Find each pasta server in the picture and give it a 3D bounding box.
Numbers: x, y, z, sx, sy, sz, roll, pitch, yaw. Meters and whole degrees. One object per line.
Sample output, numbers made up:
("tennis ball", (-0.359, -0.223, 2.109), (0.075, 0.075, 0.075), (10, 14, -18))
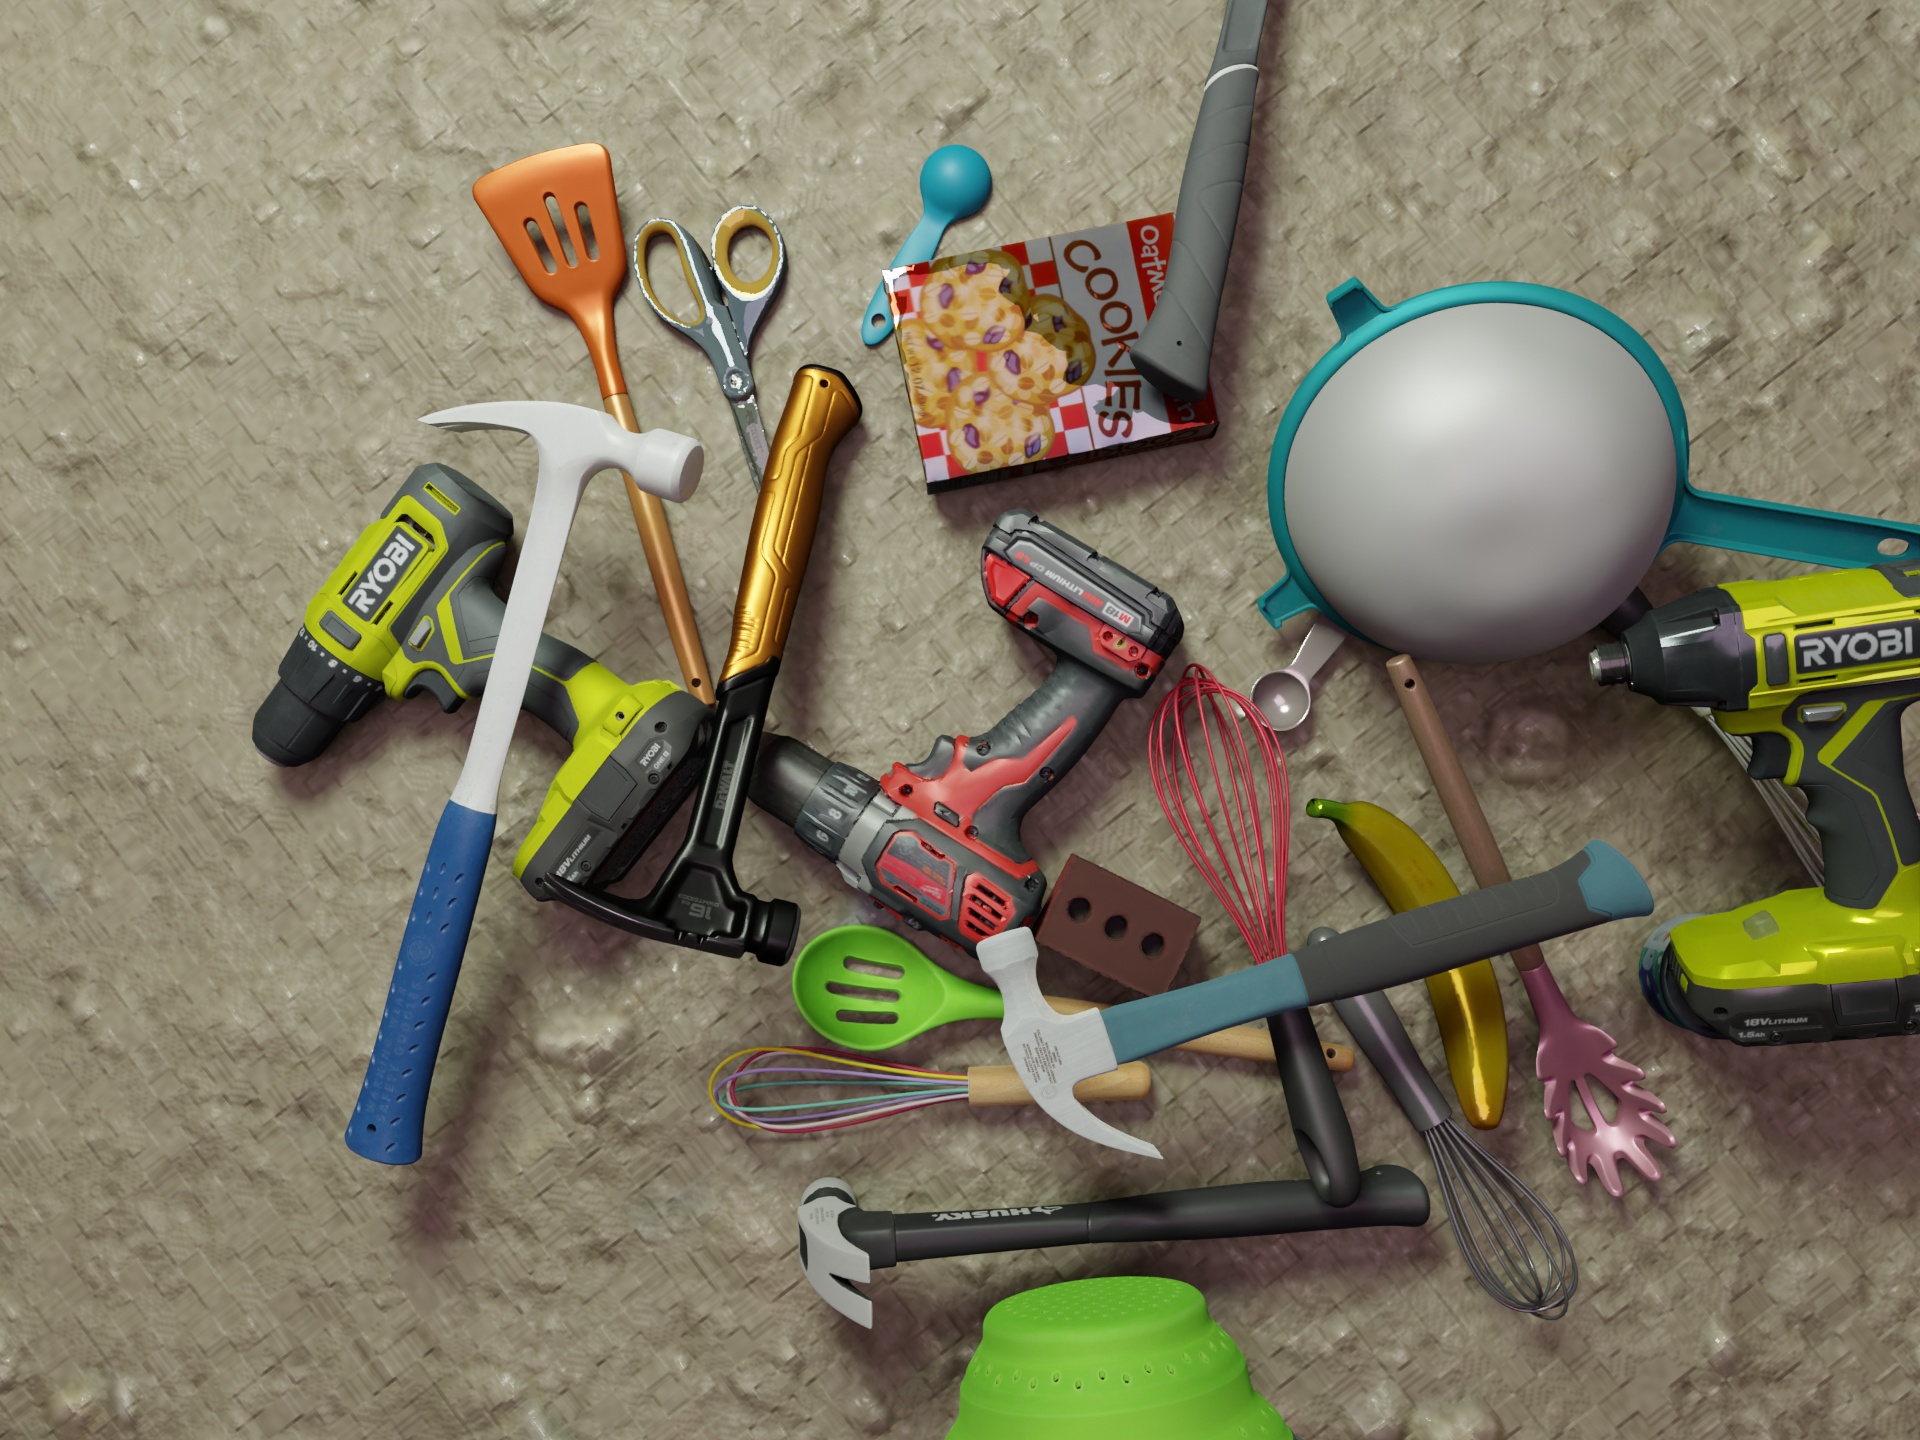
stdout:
("pasta server", (0.294, 0.108, 0.840), (0.060, 0.040, 0.316), (-25, 101, 6))

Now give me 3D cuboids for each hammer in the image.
("hammer", (0.183, 0.125, 0.801), (0.331, 0.033, 0.128), (-17, 83, 0))
("hammer", (0.158, -0.369, 0.877), (0.149, 0.036, 0.409), (12, 80, 1))
("hammer", (-0.115, -0.046, 0.842), (0.127, 0.034, 0.337), (16, 67, -11))
("hammer", (-0.255, 0.032, 0.825), (0.144, 0.035, 0.405), (18, 95, 10))
("hammer", (0.082, 0.265, 0.838), (0.334, 0.146, 0.035), (-3, 90, -6))

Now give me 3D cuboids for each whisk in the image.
("whisk", (-0.017, 0.201, 0.879), (0.245, 0.051, 0.047), (-2, 82, -1))
("whisk", (0.258, 0.217, 0.865), (0.055, 0.055, 0.239), (-31, 83, 1))
("whisk", (0.430, 0.008, 0.863), (0.070, 0.070, 0.285), (-42, 82, 0))
("whisk", (0.160, 0.110, 0.847), (0.073, 0.073, 0.296), (-15, 79, 2))

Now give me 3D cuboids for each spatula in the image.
("spatula", (-0.192, -0.162, 0.904), (0.081, 0.041, 0.322), (-17, 88, 1))

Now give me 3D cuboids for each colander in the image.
("colander", (0.066, 0.318, 0.695), (0.204, 0.397, 0.094), (-7, 82, 2))

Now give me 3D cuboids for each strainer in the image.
("strainer", (0.325, -0.093, 0.792), (0.340, 0.095, 0.210), (10, 122, 5))

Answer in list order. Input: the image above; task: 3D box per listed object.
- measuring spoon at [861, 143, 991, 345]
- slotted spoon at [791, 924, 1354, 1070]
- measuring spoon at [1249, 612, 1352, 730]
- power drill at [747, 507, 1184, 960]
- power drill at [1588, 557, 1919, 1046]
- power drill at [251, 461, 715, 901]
("measuring spoon", (-0.024, -0.274, 0.911), (0.042, 0.021, 0.128), (28, 89, 3))
("slotted spoon", (0.062, 0.166, 0.884), (0.314, 0.031, 0.070), (8, 67, 0))
("measuring spoon", (0.204, -0.046, 0.898), (0.034, 0.018, 0.124), (37, 82, 2))
("power drill", (-0.001, -0.003, 0.873), (0.188, 0.080, 0.226), (32, 93, 8))
("power drill", (0.407, 0.040, 0.779), (0.171, 0.080, 0.223), (-8, 105, 14))
("power drill", (-0.267, -0.004, 0.883), (0.228, 0.080, 0.190), (39, 94, 6))
